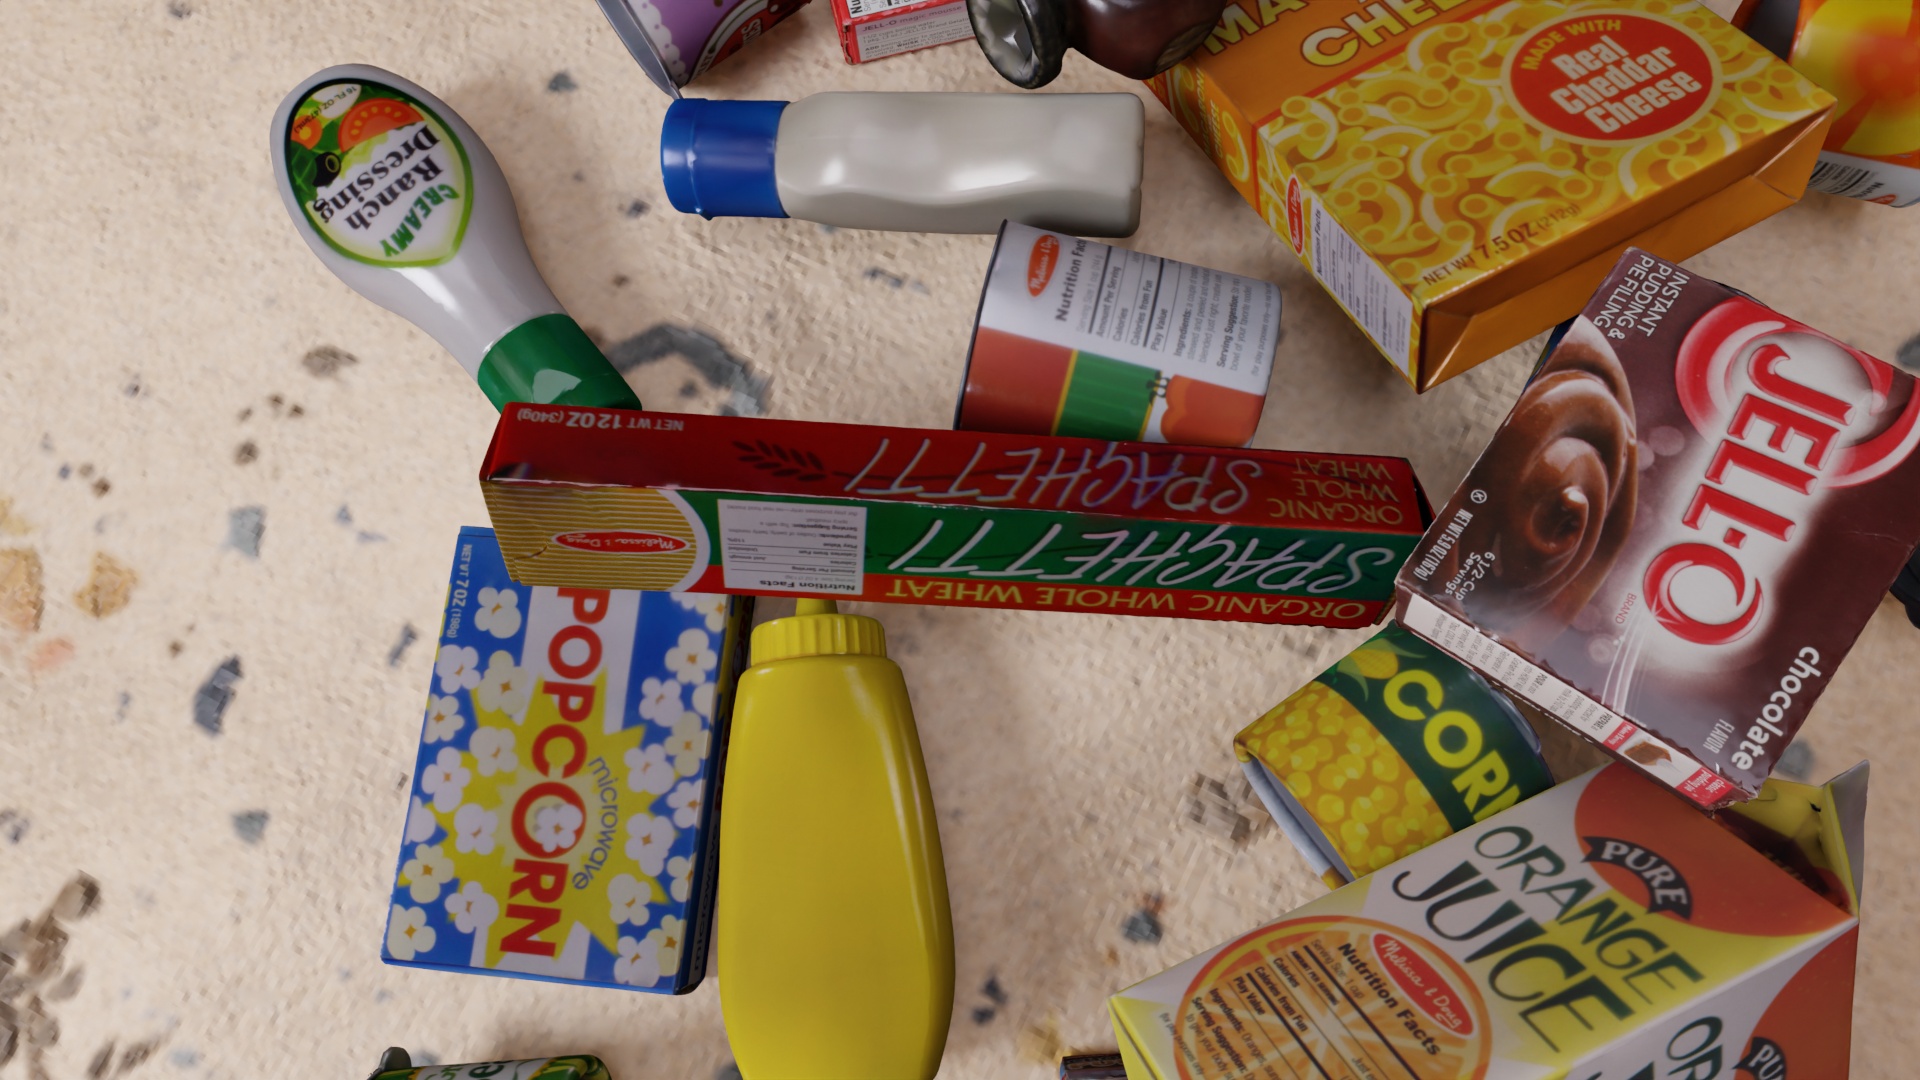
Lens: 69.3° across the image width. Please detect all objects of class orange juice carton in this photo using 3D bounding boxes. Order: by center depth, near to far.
[{"bbox_3d":[0.141,0.116,0.334,0.193,0.073,0.071,-22,118,-11],"label":"orange juice carton"}]

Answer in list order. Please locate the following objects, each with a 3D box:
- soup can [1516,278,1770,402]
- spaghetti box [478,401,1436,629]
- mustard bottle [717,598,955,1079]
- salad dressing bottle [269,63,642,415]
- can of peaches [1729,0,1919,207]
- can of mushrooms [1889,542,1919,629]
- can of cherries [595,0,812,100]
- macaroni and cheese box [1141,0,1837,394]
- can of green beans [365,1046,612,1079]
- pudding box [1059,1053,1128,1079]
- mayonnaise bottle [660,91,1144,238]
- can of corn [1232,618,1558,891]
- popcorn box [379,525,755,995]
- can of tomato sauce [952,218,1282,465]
[{"bbox_3d":[0.190,-0.026,0.403,0.071,0.071,0.084,29,81,8],"label":"soup can"},{"bbox_3d":[0.001,-0.005,0.383,0.250,0.050,0.029,3,54,-4],"label":"spaghetti box"},{"bbox_3d":[-0.037,0.073,0.398,0.065,0.048,0.160,-4,76,1],"label":"mustard bottle"},{"bbox_3d":[-0.159,-0.086,0.442,0.064,0.044,0.148,-40,79,-7],"label":"salad dressing bottle"},{"bbox_3d":[0.270,-0.142,0.423,0.058,0.071,0.071,13,79,6],"label":"can of peaches"},{"bbox_3d":[0.290,-0.009,0.394,0.033,0.071,0.071,-1,78,2],"label":"can of mushrooms"},{"bbox_3d":[-0.088,-0.187,0.452,0.058,0.071,0.071,-36,78,-6],"label":"can of cherries"},{"bbox_3d":[0.141,-0.136,0.411,0.124,0.040,0.167,-27,55,-4],"label":"macaroni and cheese box"},{"bbox_3d":[-0.127,0.173,0.370,0.058,0.071,0.071,-5,77,1],"label":"can of green beans"},{"bbox_3d":[0.055,0.185,0.378,0.050,0.030,0.084,-5,77,0],"label":"pudding box"},{"bbox_3d":[-0.017,-0.118,0.435,0.148,0.065,0.041,4,91,7],"label":"mayonnaise bottle"},{"bbox_3d":[0.118,0.064,0.382,0.058,0.071,0.071,-35,78,-4],"label":"can of corn"},{"bbox_3d":[-0.112,0.064,0.409,0.085,0.038,0.127,5,78,4],"label":"popcorn box"},{"bbox_3d":[0.045,-0.052,0.413,0.083,0.071,0.071,13,79,2],"label":"can of tomato sauce"}]
